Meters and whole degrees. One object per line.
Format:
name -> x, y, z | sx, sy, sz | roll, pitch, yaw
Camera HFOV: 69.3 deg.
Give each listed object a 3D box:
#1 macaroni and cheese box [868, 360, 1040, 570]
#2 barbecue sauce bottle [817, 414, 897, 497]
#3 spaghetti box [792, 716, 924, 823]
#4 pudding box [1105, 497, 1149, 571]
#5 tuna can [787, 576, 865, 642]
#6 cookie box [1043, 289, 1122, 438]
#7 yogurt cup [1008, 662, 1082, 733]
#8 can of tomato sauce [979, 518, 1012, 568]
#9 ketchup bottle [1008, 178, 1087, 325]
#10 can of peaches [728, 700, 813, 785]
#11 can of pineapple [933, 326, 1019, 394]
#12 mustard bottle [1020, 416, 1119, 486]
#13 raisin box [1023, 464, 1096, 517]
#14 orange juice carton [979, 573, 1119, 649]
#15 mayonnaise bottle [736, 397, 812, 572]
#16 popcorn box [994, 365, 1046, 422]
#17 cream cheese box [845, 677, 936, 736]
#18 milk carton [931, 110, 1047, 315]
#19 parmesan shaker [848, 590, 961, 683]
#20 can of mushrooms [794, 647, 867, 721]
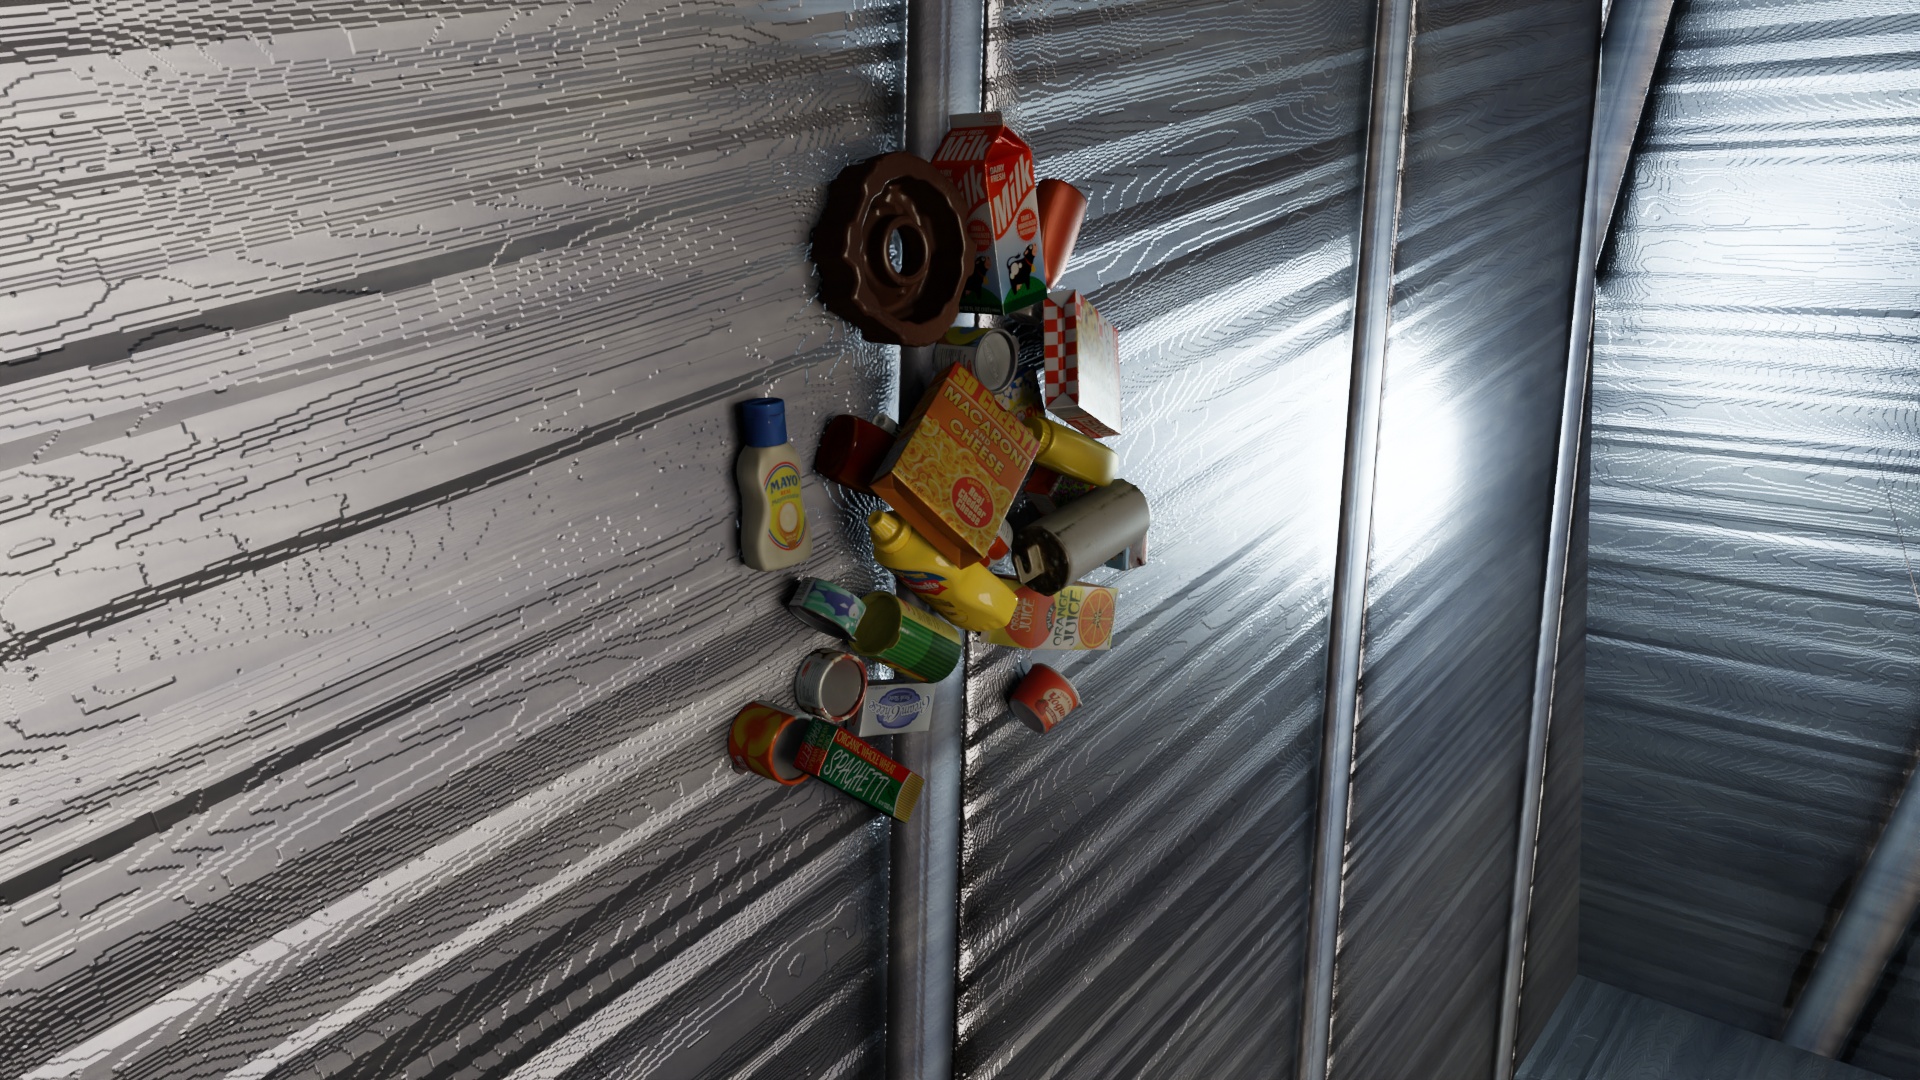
macaroni and cheese box -> -0.001, -0.074, 1.322 | 0.123, 0.040, 0.167 | 43, 48, -18
barbecue sauce bottle -> -0.070, -0.069, 1.329 | 0.148, 0.044, 0.065 | 24, 83, -49
spaghetti box -> -0.092, 0.222, 1.319 | 0.050, 0.029, 0.249 | -68, 157, -14
pudding box -> 0.200, -0.009, 1.665 | 0.050, 0.030, 0.083 | -14, 108, -48
tuna can -> -0.120, 0.064, 1.279 | 0.071, 0.071, 0.033 | 44, 65, -44
cookie box -> 0.131, -0.185, 1.487 | 0.167, 0.040, 0.123 | 18, 70, -67
yogurt cup -> 0.091, 0.179, 1.554 | 0.054, 0.072, 0.072 | -45, 130, -23
can of tomato sauce -> 0.005, -0.018, 1.409 | 0.083, 0.071, 0.071 | 50, 61, -46
ketchup bottle -> 0.089, -0.302, 1.464 | 0.064, 0.043, 0.149 | 27, 78, -50
can of peaches -> -0.168, 0.186, 1.258 | 0.071, 0.058, 0.071 | -13, 108, -48
can of pineapple -> 0.017, -0.182, 1.394 | 0.071, 0.058, 0.070 | -14, 109, -47
mustard bottle -> 0.101, -0.097, 1.448 | 0.160, 0.065, 0.049 | 19, 90, -48
raisin box -> 0.130, -0.051, 1.568 | 0.086, 0.040, 0.123 | -60, 137, -23
orange juice carton -> 0.087, 0.078, 1.519 | 0.193, 0.073, 0.071 | 6, 94, -49
mayonnaise bottle -> -0.167, -0.050, 1.223 | 0.065, 0.041, 0.147 | -20, 113, -43
popcorn box -> 0.037, -0.119, 1.447 | 0.127, 0.038, 0.085 | -39, 126, -38
cream cheese box -> -0.070, 0.167, 1.394 | 0.104, 0.024, 0.053 | 3, 97, -49
milk carton -> 0.027, -0.323, 1.366 | 0.074, 0.072, 0.189 | -29, 118, -42
parmesan shaker -> -0.052, 0.098, 1.363 | 0.103, 0.071, 0.071 | 32, 74, -48
can of mushrooms -> -0.121, 0.137, 1.322 | 0.071, 0.033, 0.071 | -12, 106, -47
